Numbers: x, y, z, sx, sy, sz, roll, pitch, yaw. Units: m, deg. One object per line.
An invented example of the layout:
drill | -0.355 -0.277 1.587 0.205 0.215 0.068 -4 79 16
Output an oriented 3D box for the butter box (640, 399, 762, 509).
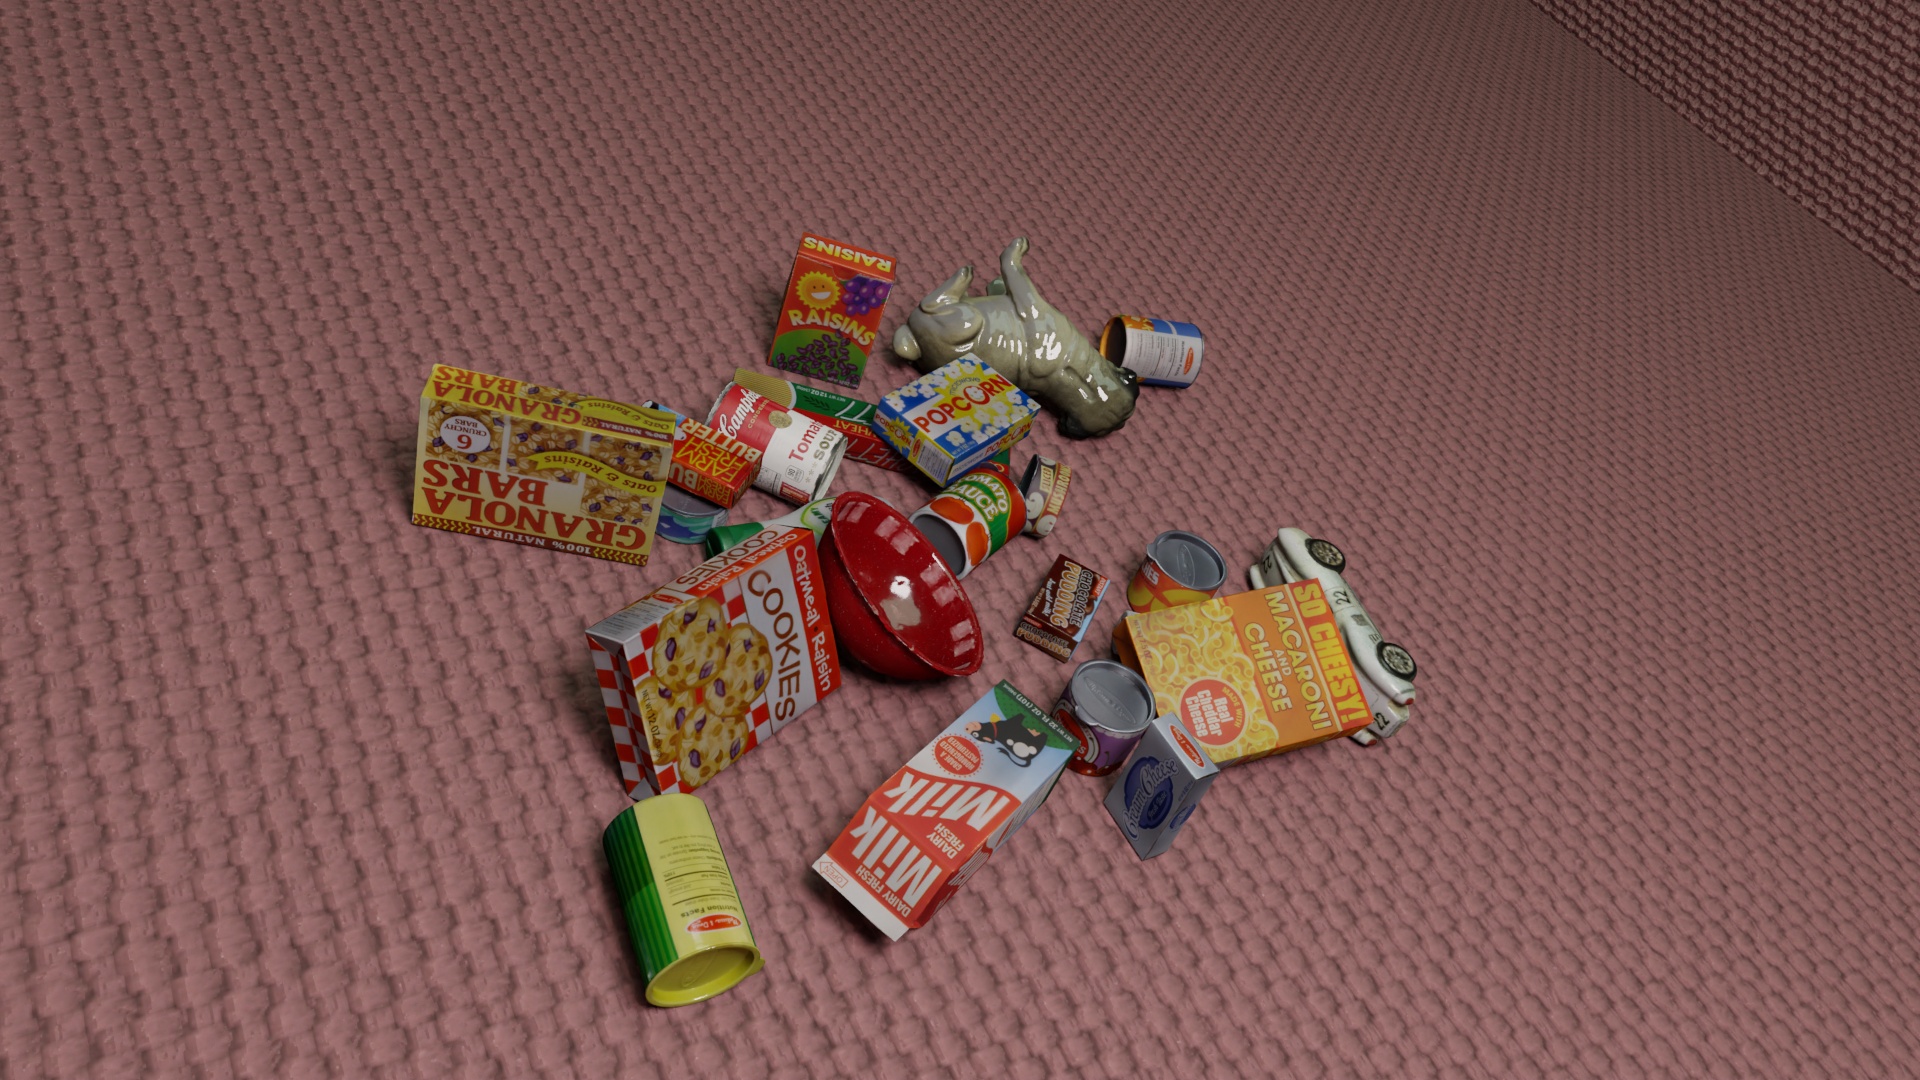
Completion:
butter box | -0.206 -0.066 1.053 0.103 0.024 0.053 25 41 3

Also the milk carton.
milk carton | -0.010 0.179 0.904 0.072 0.073 0.191 38 44 15

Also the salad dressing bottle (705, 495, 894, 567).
salad dressing bottle | -0.120 -0.001 1.062 0.148 0.043 0.064 -10 50 -31

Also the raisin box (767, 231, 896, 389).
raisin box | -0.113 -0.199 1.209 0.086 0.122 0.040 15 42 -10

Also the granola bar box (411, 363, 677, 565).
granola bar box | -0.292 -0.050 0.975 0.166 0.123 0.039 11 43 -14

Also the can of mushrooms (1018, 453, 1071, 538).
can of mushrooms | 0.067 -0.038 1.164 0.033 0.070 0.071 21 42 -5

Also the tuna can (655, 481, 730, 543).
tuna can | -0.210 -0.032 1.061 0.071 0.032 0.071 13 43 -12

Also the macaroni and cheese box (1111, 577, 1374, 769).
macaroni and cheese box | 0.214 0.104 1.058 0.167 0.040 0.124 -10 69 -17

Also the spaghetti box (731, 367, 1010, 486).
spaghetti box | -0.077 -0.091 1.186 0.250 0.028 0.050 14 42 -10

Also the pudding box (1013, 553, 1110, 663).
pudding box | 0.082 0.053 1.107 0.050 0.030 0.084 29 42 5

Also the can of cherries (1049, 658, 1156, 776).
can of cherries | 0.099 0.130 1.015 0.071 0.058 0.072 13 43 -13

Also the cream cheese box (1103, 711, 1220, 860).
cream cheese box | 0.137 0.170 0.957 0.024 0.103 0.053 -14 53 -31

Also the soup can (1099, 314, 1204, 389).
soup can | 0.187 -0.188 1.379 0.084 0.071 0.072 4 45 -20

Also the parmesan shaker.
parmesan shaker | -0.162 0.209 0.812 0.071 0.071 0.103 -6 49 -29

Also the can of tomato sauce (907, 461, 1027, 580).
can of tomato sauce | 0.004 -0.014 1.111 0.071 0.070 0.083 37 44 15

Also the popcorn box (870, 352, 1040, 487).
popcorn box | -0.003 -0.104 1.180 0.085 0.038 0.127 39 44 17

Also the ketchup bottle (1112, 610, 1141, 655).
ketchup bottle | 0.197 0.094 1.107 0.149 0.043 0.065 18 50 -6

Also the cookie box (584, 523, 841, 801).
cookie box | -0.154 0.078 0.906 0.040 0.122 0.168 12 31 37

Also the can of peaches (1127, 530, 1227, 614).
can of peaches | 0.176 0.034 1.149 0.071 0.057 0.071 12 44 -12
